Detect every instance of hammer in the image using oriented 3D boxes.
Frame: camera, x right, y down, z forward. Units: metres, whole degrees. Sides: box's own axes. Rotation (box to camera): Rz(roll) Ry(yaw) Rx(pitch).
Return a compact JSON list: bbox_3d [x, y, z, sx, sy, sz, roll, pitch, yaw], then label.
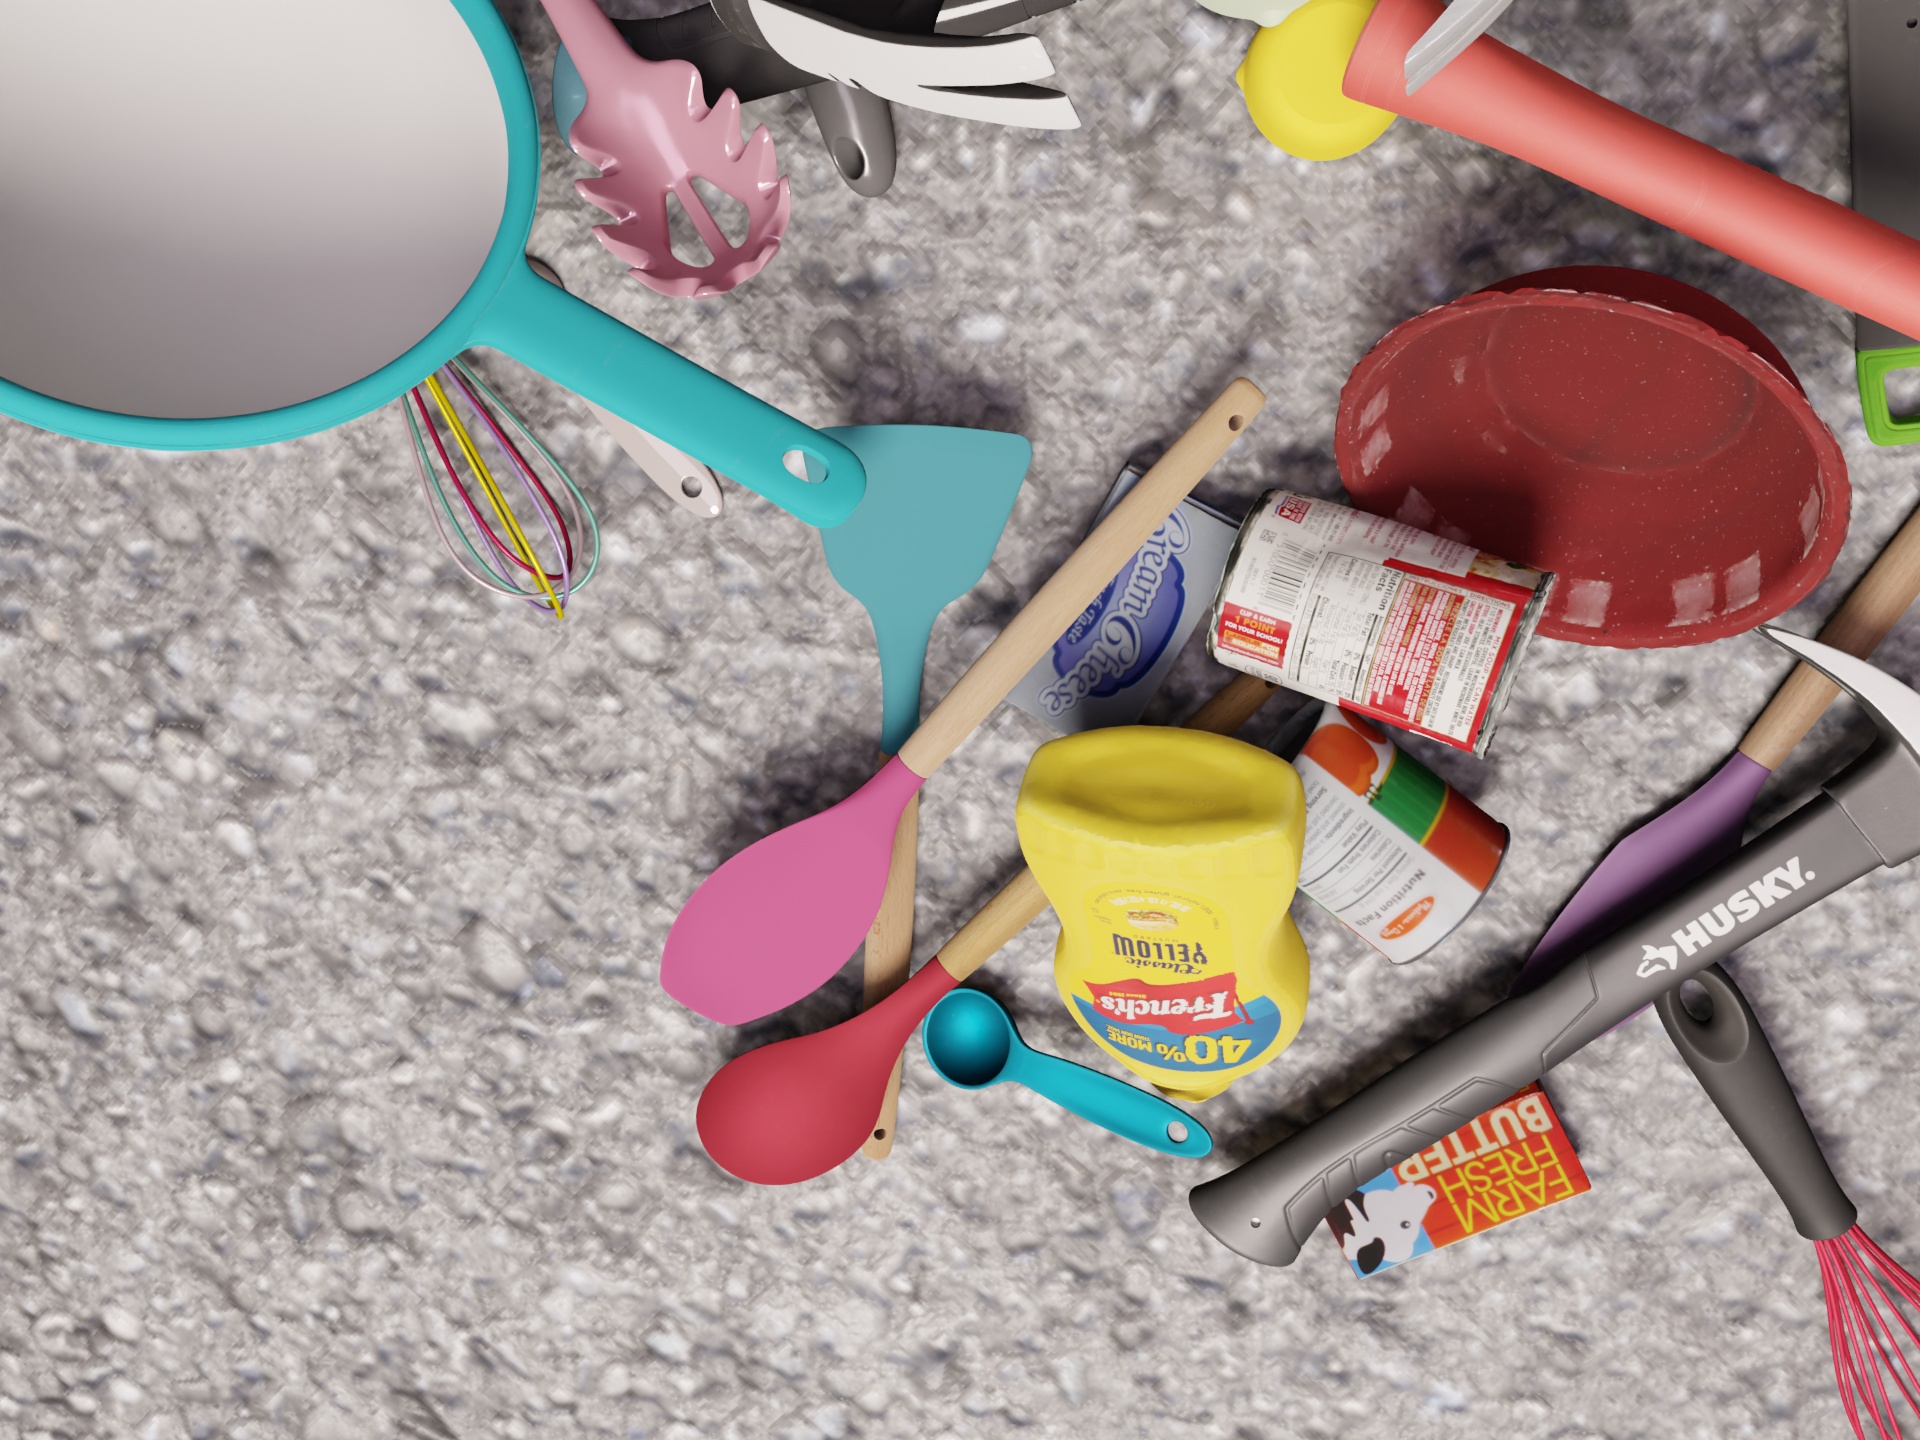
[{"bbox_3d":[0.020,-0.235,0.494,0.331,0.033,0.128,-8,92,18],"label":"hammer"},{"bbox_3d":[0.066,-0.318,0.450,0.127,0.034,0.337,31,85,32],"label":"hammer"},{"bbox_3d":[0.276,-0.122,0.460,0.359,0.149,0.036,30,131,11],"label":"hammer"},{"bbox_3d":[0.225,0.103,0.597,0.334,0.035,0.146,-38,86,17],"label":"hammer"}]

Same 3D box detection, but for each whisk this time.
[{"bbox_3d":[-0.208,-0.147,0.595,0.051,0.047,0.245,-26,99,14],"label":"whisk"},{"bbox_3d":[-0.066,-0.296,0.534,0.055,0.055,0.238,-14,109,10],"label":"whisk"},{"bbox_3d":[0.351,0.212,0.626,0.073,0.073,0.296,-31,97,14],"label":"whisk"}]

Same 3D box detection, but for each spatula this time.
[{"bbox_3d":[0.312,-0.005,0.589,0.059,0.018,0.316,26,108,-10],"label":"spatula"},{"bbox_3d":[-0.026,0.040,0.627,0.082,0.044,0.317,0,108,-9],"label":"spatula"}]

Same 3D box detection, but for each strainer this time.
[{"bbox_3d":[-0.192,-0.144,0.530,0.340,0.095,0.211,28,71,-11],"label":"strainer"}]

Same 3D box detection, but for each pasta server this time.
[{"bbox_3d":[-0.145,-0.262,0.509,0.060,0.040,0.316,-31,82,0],"label":"pasta server"}]

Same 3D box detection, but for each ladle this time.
[{"bbox_3d":[0.015,0.080,0.628,0.315,0.031,0.069,-44,112,8],"label":"ladle"}]

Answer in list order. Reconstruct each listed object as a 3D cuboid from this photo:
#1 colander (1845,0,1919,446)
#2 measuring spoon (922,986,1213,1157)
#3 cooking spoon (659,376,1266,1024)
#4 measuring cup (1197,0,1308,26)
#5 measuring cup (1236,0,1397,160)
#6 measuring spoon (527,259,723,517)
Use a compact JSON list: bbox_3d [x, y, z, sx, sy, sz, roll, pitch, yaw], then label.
[{"bbox_3d":[0.273,-0.261,0.456,0.204,0.094,0.396,-3,115,28],"label":"colander"},{"bbox_3d":[0.044,0.144,0.643,0.129,0.021,0.042,20,100,23],"label":"measuring spoon"},{"bbox_3d":[-0.001,-0.002,0.592,0.068,0.017,0.319,36,104,-26],"label":"cooking spoon"},{"bbox_3d":[0.132,-0.270,0.486,0.168,0.038,0.083,1,93,32],"label":"measuring cup"},{"bbox_3d":[0.126,-0.268,0.526,0.062,0.029,0.156,2,108,6],"label":"measuring cup"},{"bbox_3d":[-0.136,-0.123,0.605,0.034,0.018,0.124,-41,99,15],"label":"measuring spoon"}]
